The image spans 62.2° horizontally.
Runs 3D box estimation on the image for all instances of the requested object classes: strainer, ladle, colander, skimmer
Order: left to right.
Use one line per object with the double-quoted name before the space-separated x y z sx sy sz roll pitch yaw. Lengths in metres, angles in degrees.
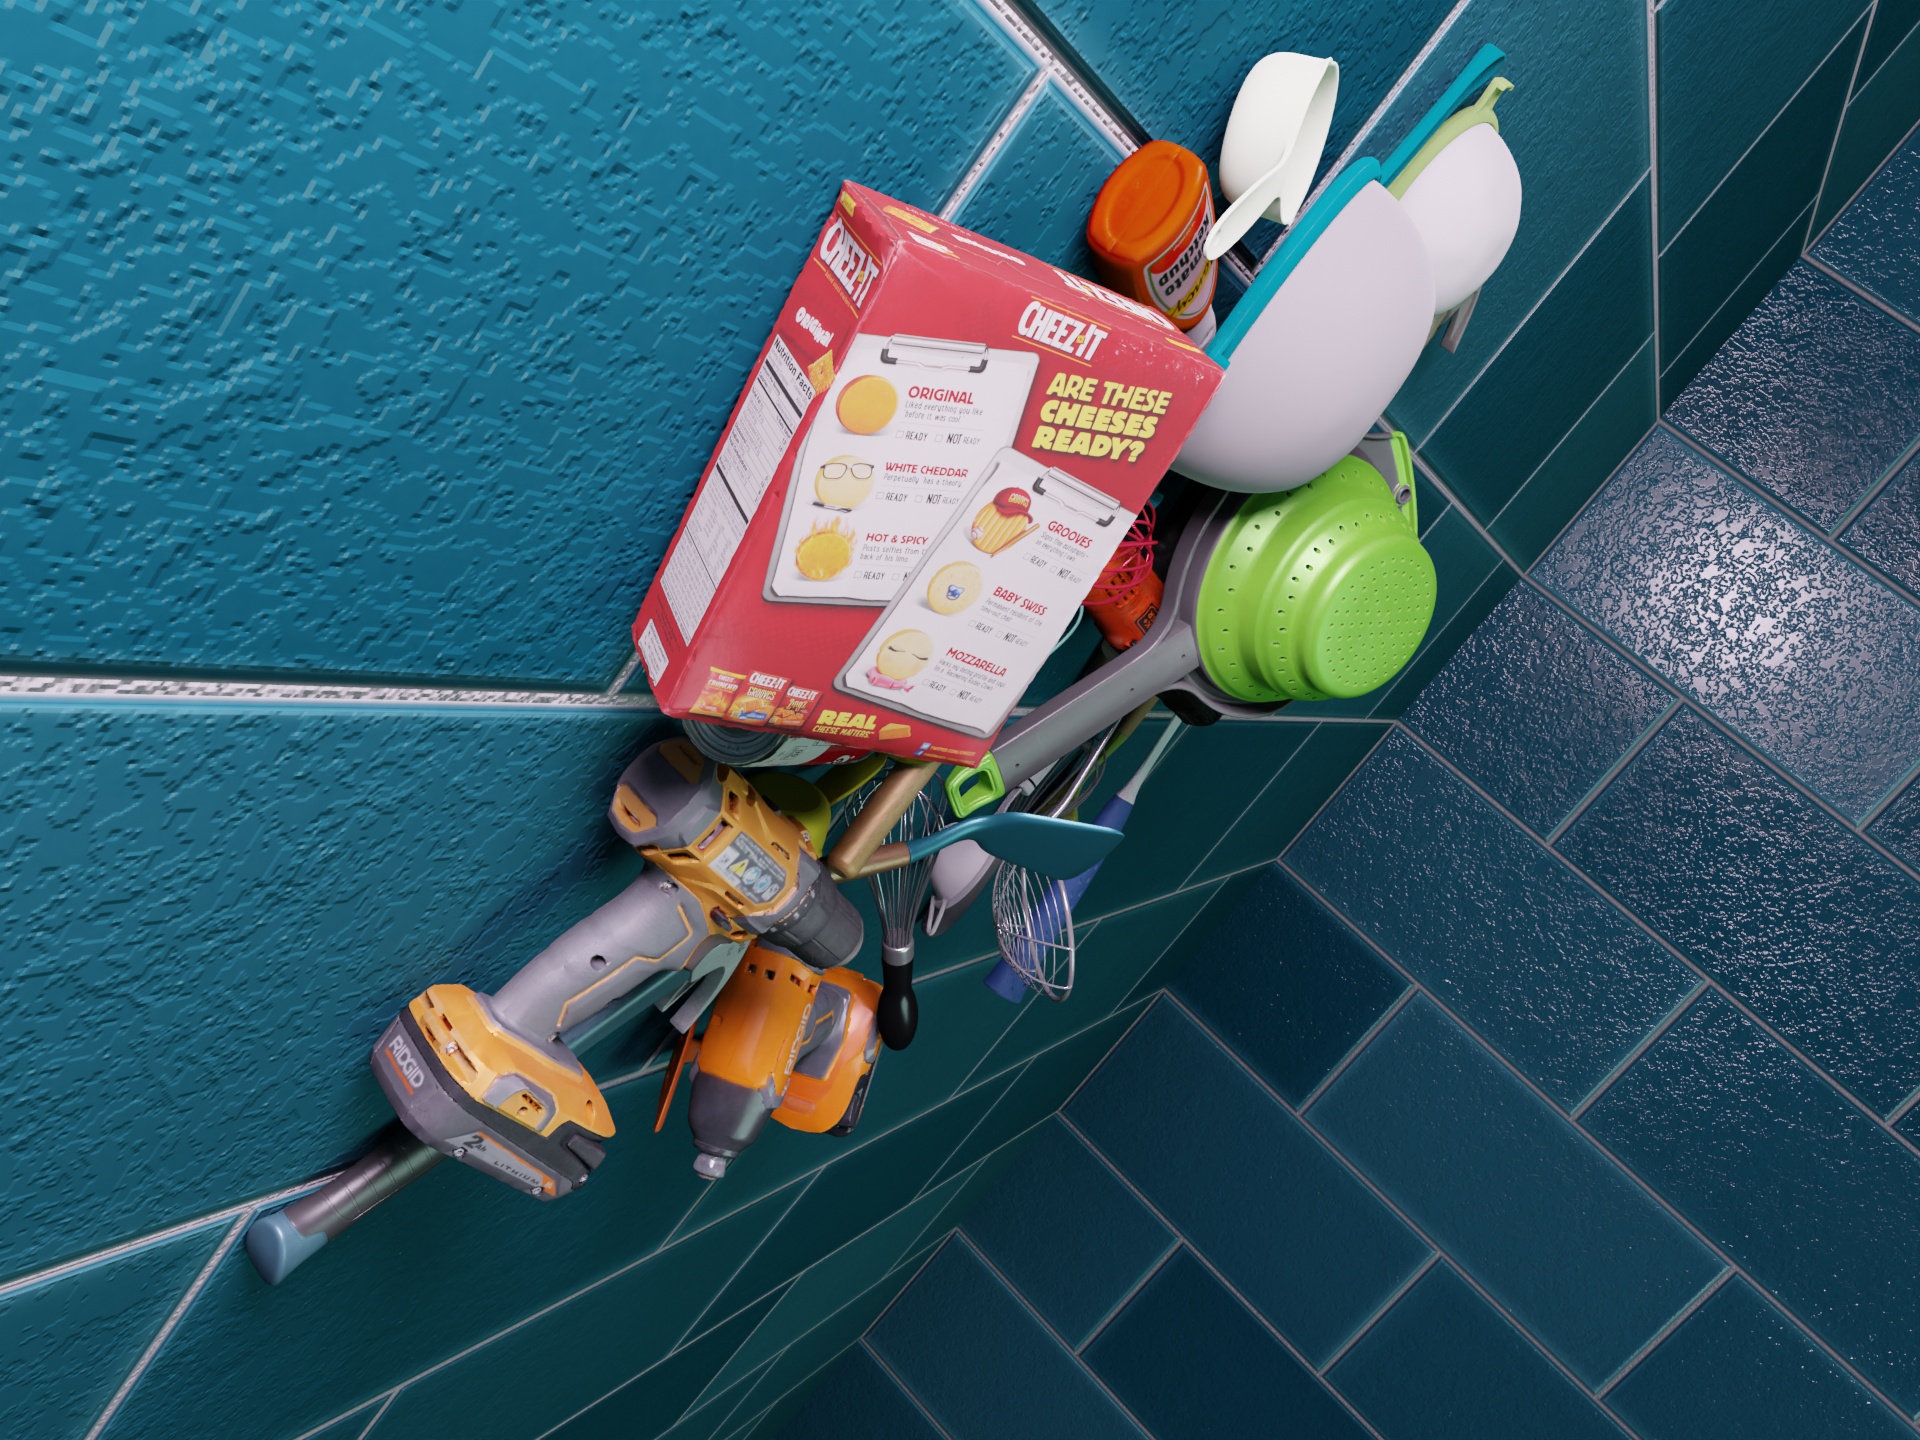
"strainer" 0.042 0.054 1.244 0.258 0.050 0.087 -49 -164 -15
"skimmer" 0.130 0.038 1.224 0.363 0.090 0.127 -58 -170 -7
"ladle" 0.165 -0.004 1.376 0.320 0.062 0.078 -54 -178 12
"colander" 0.171 -0.038 1.005 0.397 0.095 0.204 -33 130 -16
"strainer" 0.243 -0.252 0.921 0.340 0.095 0.211 -50 174 -12
"strainer" 0.286 -0.283 1.040 0.256 0.069 0.151 -46 162 -9

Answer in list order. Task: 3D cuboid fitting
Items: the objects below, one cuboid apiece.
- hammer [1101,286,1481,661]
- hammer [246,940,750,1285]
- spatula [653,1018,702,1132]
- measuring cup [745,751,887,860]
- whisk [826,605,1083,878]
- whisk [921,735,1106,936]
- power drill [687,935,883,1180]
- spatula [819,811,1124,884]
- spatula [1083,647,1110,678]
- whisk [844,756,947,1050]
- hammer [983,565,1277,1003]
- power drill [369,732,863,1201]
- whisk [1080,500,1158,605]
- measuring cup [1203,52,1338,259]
"hammer" 0.249 -0.188 1.172 0.410 0.038 0.146 -47 164 -9
"hammer" -0.249 0.200 0.907 0.331 0.033 0.128 -34 157 -34
"spatula" -0.164 0.249 1.181 0.322 0.041 0.081 35 73 -74
"measuring cup" -0.079 0.035 0.932 0.156 0.062 0.029 -39 153 -57
"whisk" -0.001 -0.002 0.960 0.245 0.051 0.047 -53 174 -22
"whisk" 0.040 0.100 1.327 0.239 0.055 0.055 -51 162 23
"power drill" -0.124 0.240 1.121 0.226 0.084 0.164 53 54 -71
"spatula" -0.052 0.094 0.955 0.317 0.044 0.082 -10 159 -29
"spatula" 0.160 -0.126 1.167 0.060 0.018 0.315 -26 152 -54
"whisk" -0.043 0.132 1.087 0.070 0.070 0.284 -34 143 -34
"hammer" 0.146 0.059 1.333 0.405 0.035 0.144 -57 155 1
"power drill" -0.161 0.135 0.819 0.226 0.084 0.185 -47 138 -6
"whisk" 0.020 -0.092 0.872 0.295 0.073 0.073 -13 142 -49
"measuring cup" 0.131 -0.256 0.738 0.168 0.038 0.083 -52 157 -41
